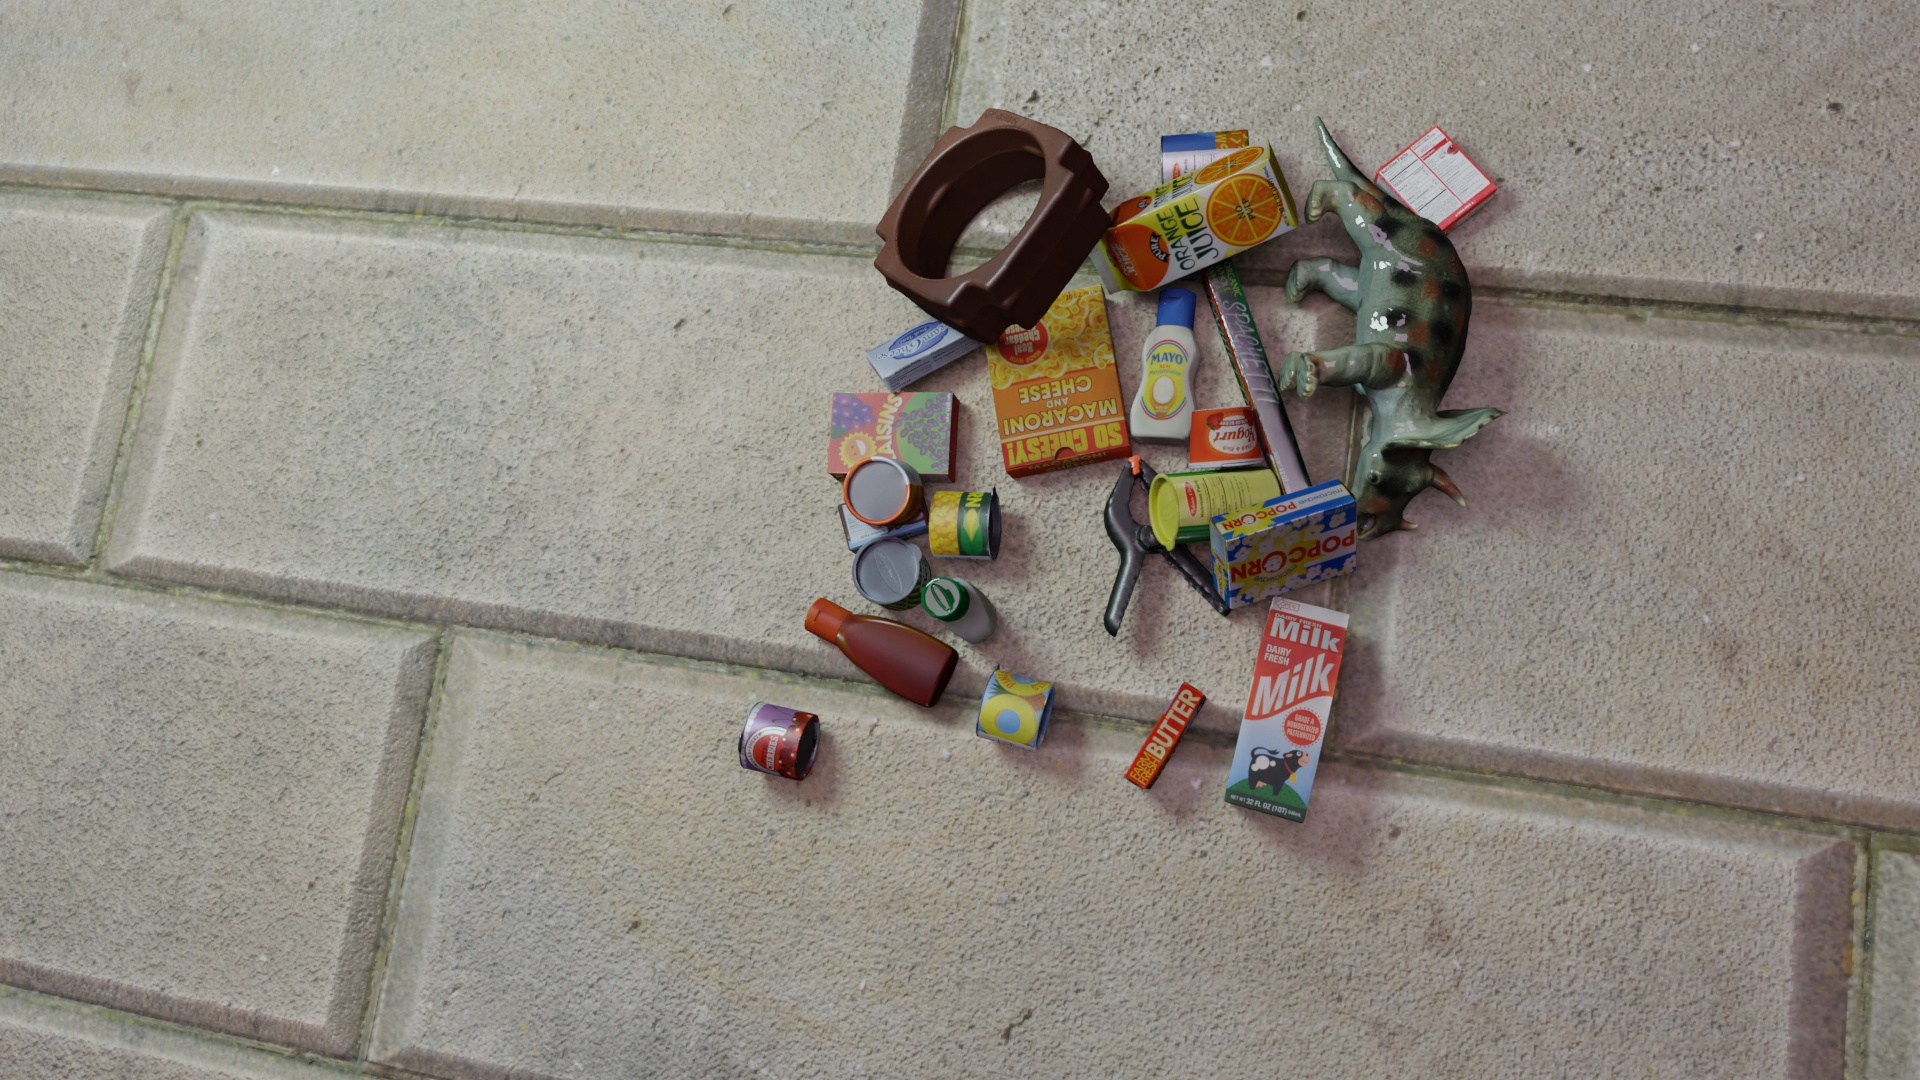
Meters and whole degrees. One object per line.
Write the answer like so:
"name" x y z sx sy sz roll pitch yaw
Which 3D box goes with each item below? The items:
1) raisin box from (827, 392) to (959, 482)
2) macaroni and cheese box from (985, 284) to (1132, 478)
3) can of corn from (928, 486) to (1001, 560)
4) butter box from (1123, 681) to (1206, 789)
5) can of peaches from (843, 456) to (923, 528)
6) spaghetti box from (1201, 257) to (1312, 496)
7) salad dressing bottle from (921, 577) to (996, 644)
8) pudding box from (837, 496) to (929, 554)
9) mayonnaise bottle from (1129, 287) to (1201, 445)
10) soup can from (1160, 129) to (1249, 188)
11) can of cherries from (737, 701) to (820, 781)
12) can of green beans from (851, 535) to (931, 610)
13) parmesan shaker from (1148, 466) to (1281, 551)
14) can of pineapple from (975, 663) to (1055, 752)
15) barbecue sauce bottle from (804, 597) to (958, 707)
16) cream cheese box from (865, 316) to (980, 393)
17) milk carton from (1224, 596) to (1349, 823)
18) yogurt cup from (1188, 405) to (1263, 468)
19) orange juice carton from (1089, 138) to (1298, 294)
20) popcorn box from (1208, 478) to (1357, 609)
"raisin box" -0.066 -0.103 1.375 0.123 0.040 0.086 1 81 10
"macaroni and cheese box" 0.092 -0.154 1.351 0.124 0.040 0.166 -11 78 11
"can of corn" 0.005 -0.017 1.330 0.058 0.071 0.071 1 80 12
"butter box" 0.188 0.179 1.265 0.024 0.053 0.103 32 87 17
"can of peaches" -0.074 -0.044 1.318 0.071 0.058 0.071 0 89 10
"spaghetti box" 0.278 -0.150 1.309 0.029 0.050 0.250 -18 77 5
"salad dressing bottle" -0.002 0.061 1.275 0.044 0.147 0.064 -34 75 4
"pudding box" -0.073 -0.022 1.366 0.084 0.030 0.050 -18 76 8
"mayonnaise bottle" 0.201 -0.166 1.332 0.065 0.041 0.148 4 81 20
"soup can" 0.238 -0.364 1.350 0.084 0.071 0.071 -1 80 10
"can of cherries" -0.172 0.193 1.325 0.058 0.071 0.071 11 83 12
"can of green beans" -0.065 0.033 1.339 0.071 0.058 0.071 -2 80 11
"parmesan shaker" 0.233 -0.029 1.271 0.103 0.071 0.071 -5 78 -15
"can of pineapple" 0.052 0.156 1.289 0.058 0.071 0.071 14 83 12
"barbecue sauce bottle" -0.079 0.102 1.337 0.149 0.043 0.065 26 86 15
"cream cheese box" -0.037 -0.189 1.373 0.104 0.024 0.053 -29 45 -5
"milk carton" 0.292 0.149 1.240 0.072 0.073 0.190 14 83 14
"yogurt cup" 0.243 -0.096 1.283 0.072 0.072 0.054 -4 93 10
"orange juice carton" 0.213 -0.298 1.307 0.192 0.073 0.071 -21 115 21
"popcorn box" 0.291 0.003 1.247 0.127 0.084 0.038 -17 40 -5
